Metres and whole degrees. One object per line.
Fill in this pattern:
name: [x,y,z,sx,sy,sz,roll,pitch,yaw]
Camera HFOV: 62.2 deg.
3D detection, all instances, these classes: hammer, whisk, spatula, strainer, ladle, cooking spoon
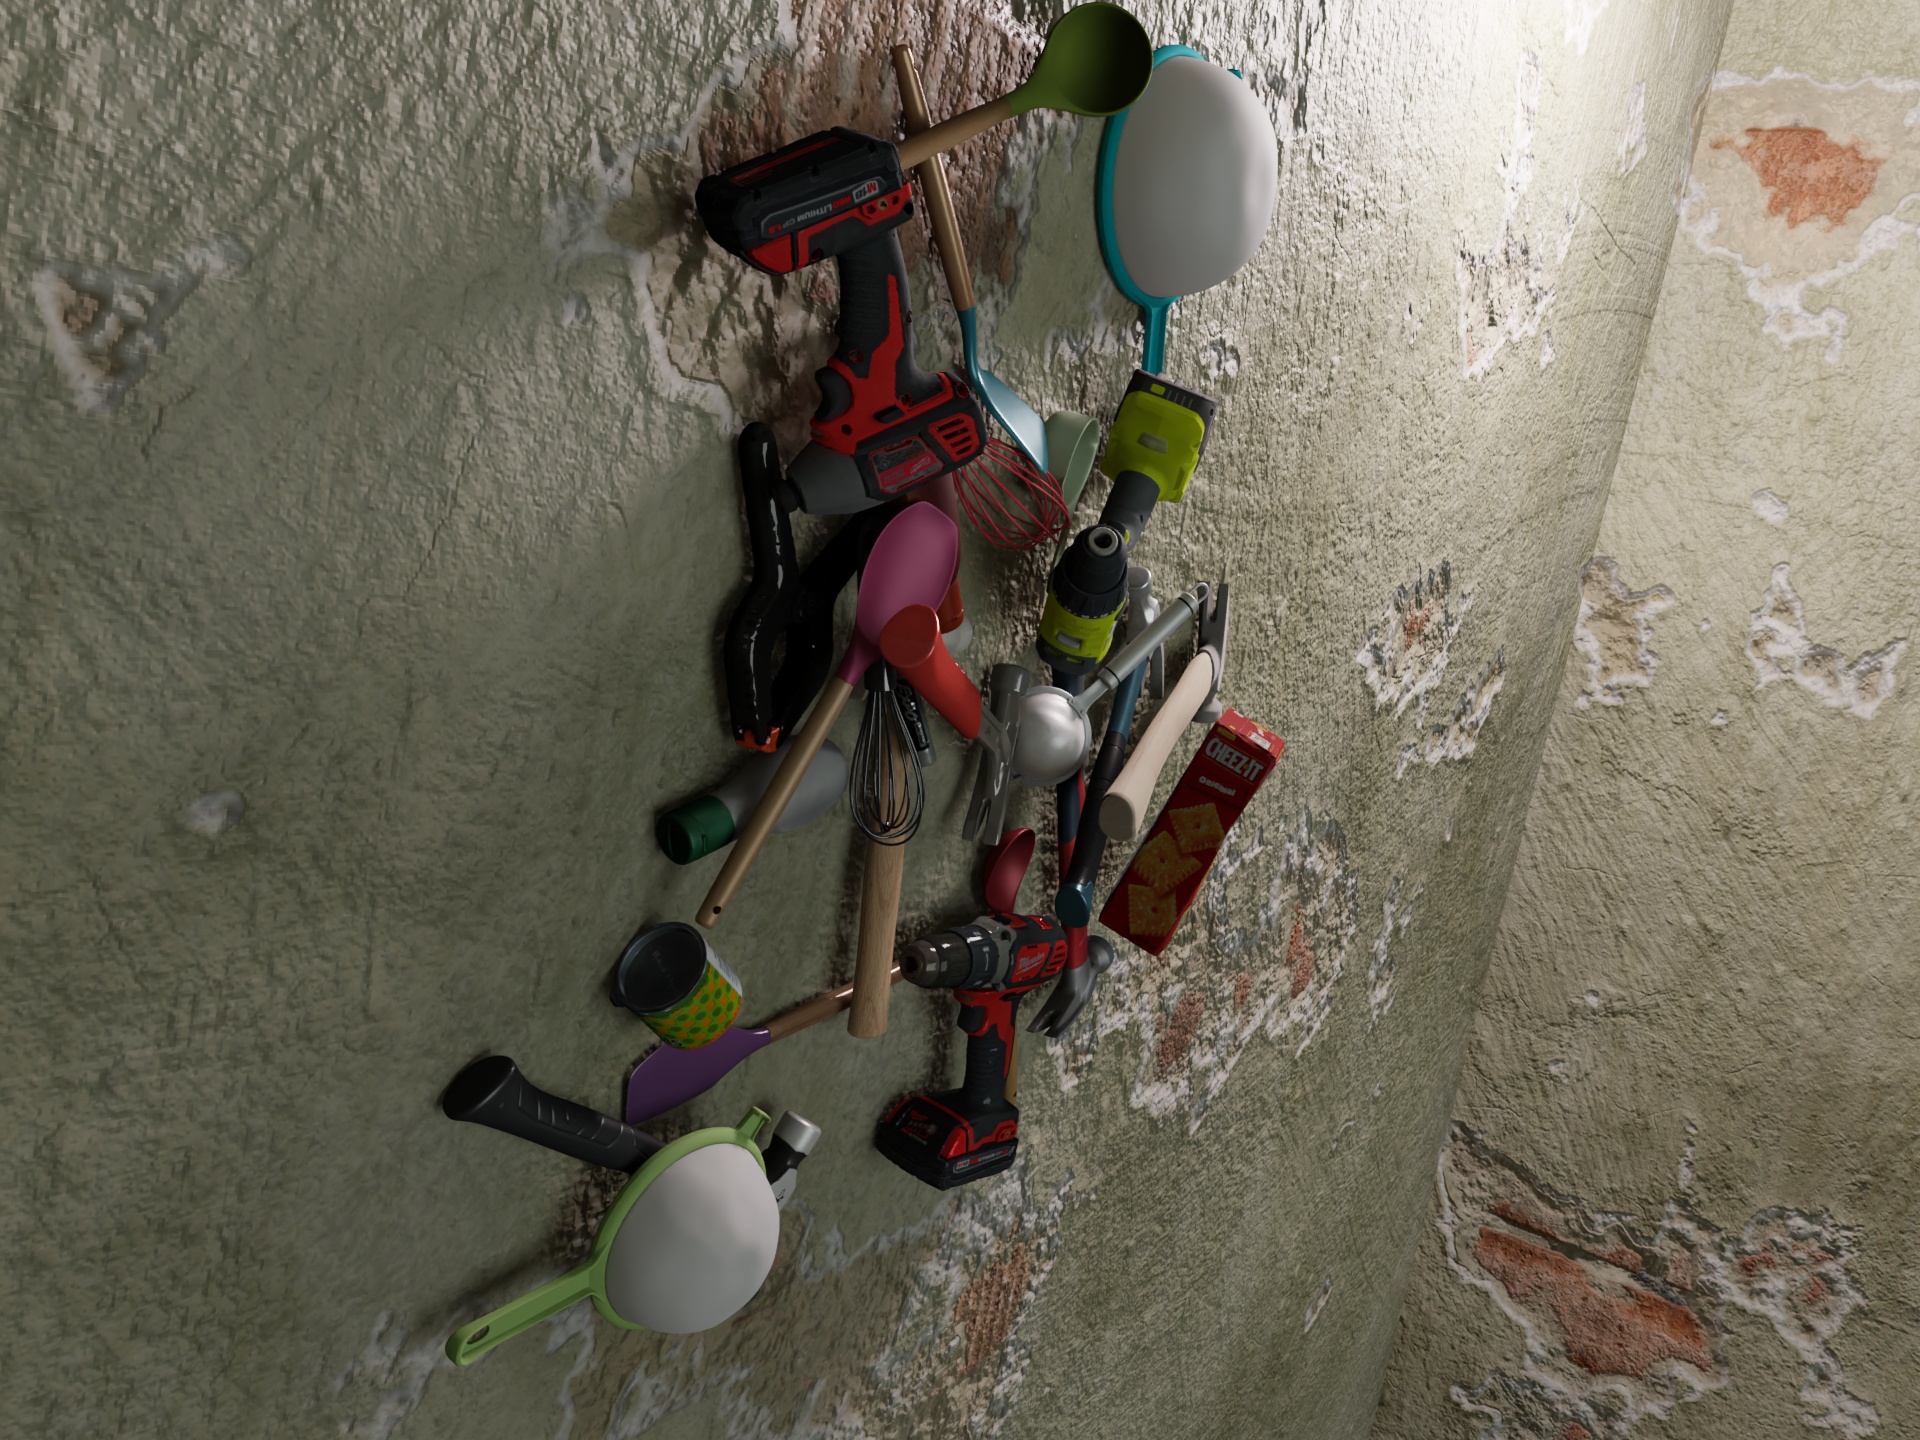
hammer: [-0.222,0.295,1.068,0.146,0.035,0.334,-58,142,-10]
hammer: [0.190,-0.006,1.442,0.411,0.038,0.146,-47,141,-62]
whisk: [-0.004,-0.204,1.159,0.295,0.073,0.073,38,73,-50]
spatula: [-0.130,0.226,1.197,0.316,0.018,0.059,-15,119,-52]
hammer: [0.134,0.029,1.408,0.128,0.033,0.331,68,33,-51]
strainer: [0.120,-0.031,1.353,0.258,0.050,0.087,-43,102,-10]
ladle: [0.021,-0.407,1.062,0.320,0.062,0.078,-40,105,-37]
whisk: [-0.053,-0.025,1.111,0.055,0.055,0.239,-24,119,-49]
hammer: [-0.002,-0.004,1.151,0.359,0.037,0.149,45,55,-75]
spatula: [0.008,-0.322,1.132,0.082,0.044,0.317,-88,164,-51]
hammer: [-0.057,0.082,1.211,0.130,0.031,0.331,-5,105,-54]
cooking spoon: [-0.091,-0.004,1.057,0.068,0.017,0.319,35,80,-35]
strainer: [0.203,-0.387,1.343,0.211,0.095,0.340,-20,119,-51]
strainer: [-0.207,0.367,1.038,0.256,0.069,0.151,-15,120,-48]
hammer: [0.094,0.100,1.438,0.143,0.038,0.386,-44,137,-53]
ladle: [0.043,0.230,1.447,0.069,0.031,0.315,-32,131,-42]

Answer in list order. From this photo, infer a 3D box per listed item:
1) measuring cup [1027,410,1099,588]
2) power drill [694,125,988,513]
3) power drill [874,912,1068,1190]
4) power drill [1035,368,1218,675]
measuring cup: [0.075,-0.179,1.311,0.083,0.038,0.167,-54,161,-46]
power drill: [-0.075,-0.232,0.971,0.143,0.079,0.219,-27,124,-13]
power drill: [-0.001,0.272,1.338,0.187,0.080,0.226,3,104,-52]
power drill: [0.131,-0.166,1.286,0.190,0.080,0.229,99,15,-68]
